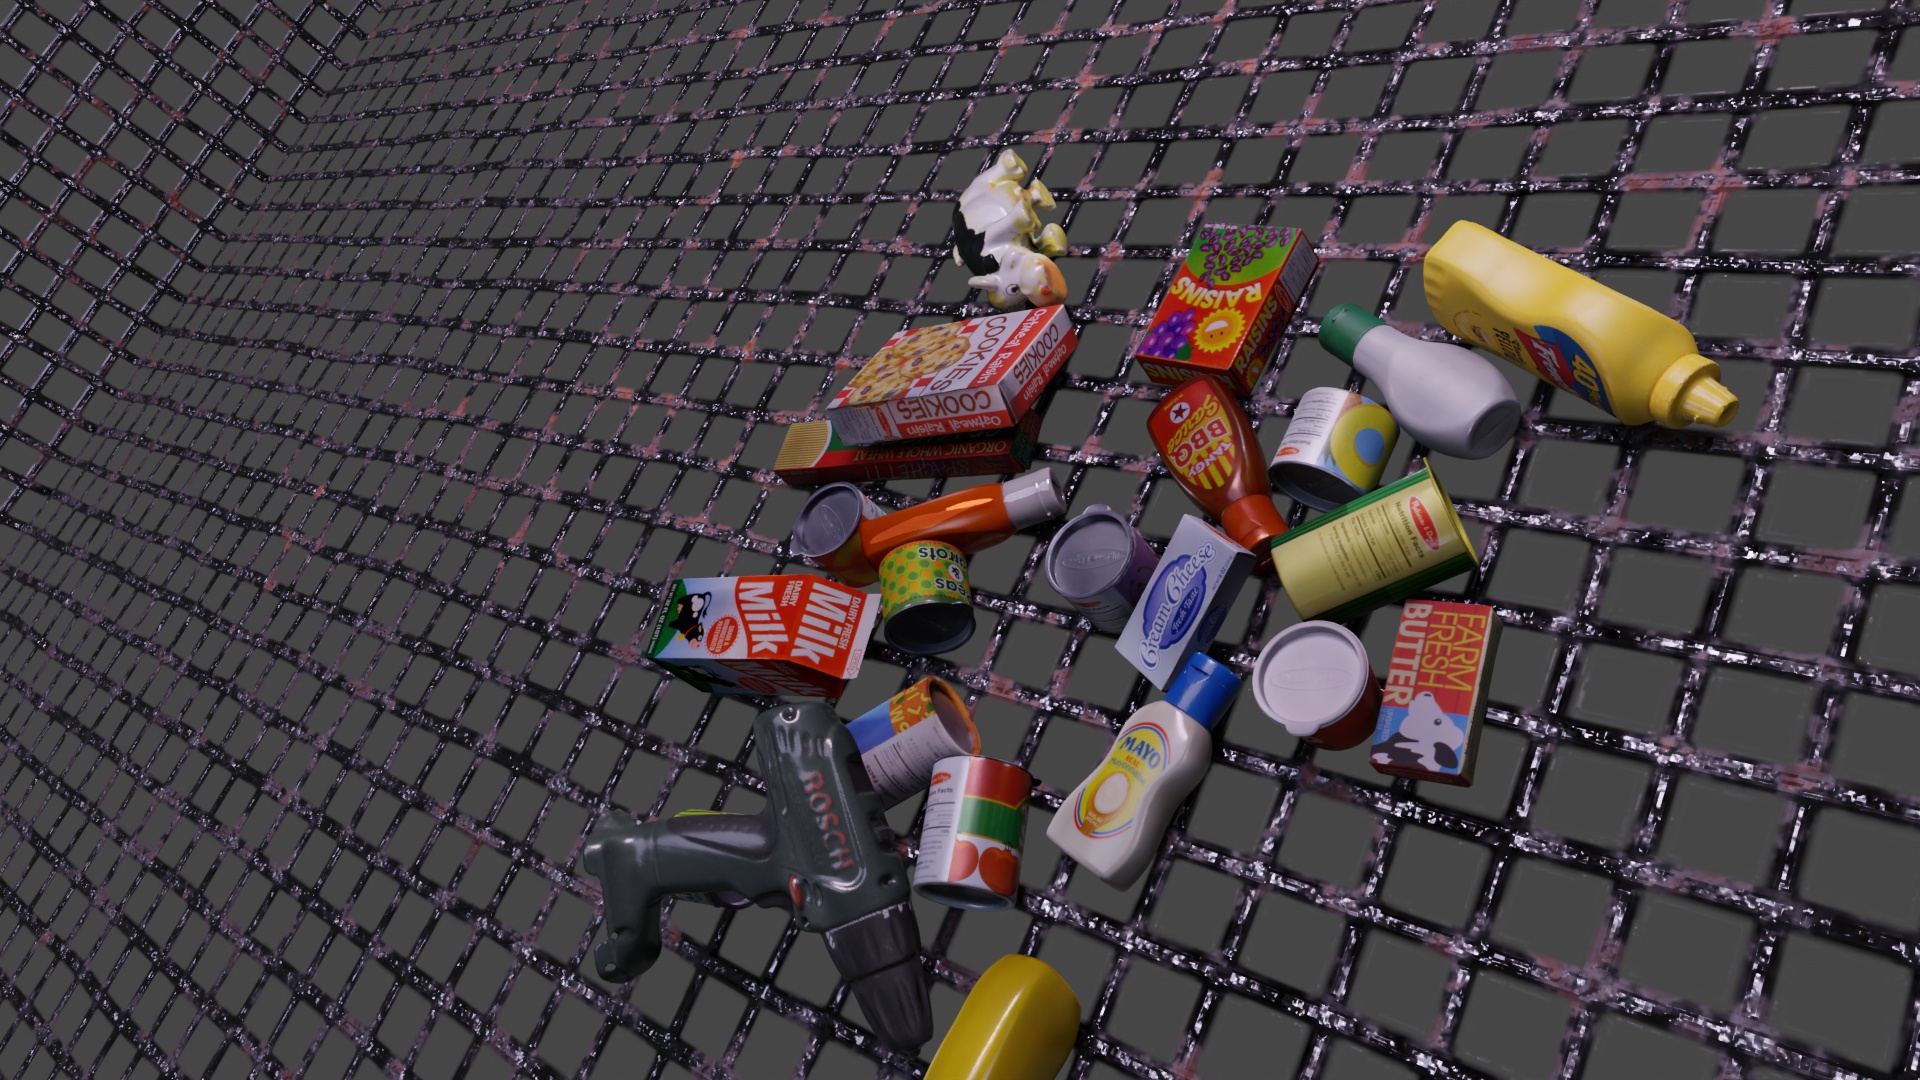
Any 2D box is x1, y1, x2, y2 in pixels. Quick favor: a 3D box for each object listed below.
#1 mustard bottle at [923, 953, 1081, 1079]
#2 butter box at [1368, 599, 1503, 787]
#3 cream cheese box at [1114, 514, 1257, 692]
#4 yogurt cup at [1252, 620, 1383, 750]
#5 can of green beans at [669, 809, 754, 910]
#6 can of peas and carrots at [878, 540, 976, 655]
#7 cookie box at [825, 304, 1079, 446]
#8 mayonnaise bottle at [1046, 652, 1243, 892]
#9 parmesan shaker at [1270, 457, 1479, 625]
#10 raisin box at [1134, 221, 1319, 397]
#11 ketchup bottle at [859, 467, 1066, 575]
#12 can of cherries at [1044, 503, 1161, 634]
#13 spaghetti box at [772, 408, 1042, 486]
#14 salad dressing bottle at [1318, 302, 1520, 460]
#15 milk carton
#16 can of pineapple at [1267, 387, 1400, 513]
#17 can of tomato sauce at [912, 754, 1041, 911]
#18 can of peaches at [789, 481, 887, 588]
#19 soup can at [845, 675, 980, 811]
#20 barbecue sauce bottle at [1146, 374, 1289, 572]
[{"bbox_3d":[0.007,0.309,0.773,0.048,0.065,0.161,-4,37,47],"label":"mustard bottle"},{"bbox_3d":[0.270,0.085,0.786,0.053,0.024,0.104,3,63,37],"label":"butter box"},{"bbox_3d":[0.143,0.041,0.886,0.053,0.024,0.103,42,113,46],"label":"cream cheese box"},{"bbox_3d":[0.211,0.087,0.807,0.072,0.054,0.073,-19,51,26],"label":"yogurt cup"},{"bbox_3d":[-0.176,0.227,0.992,0.058,0.071,0.071,-3,60,36],"label":"can of green beans"},{"bbox_3d":[-0.023,0.040,1.005,0.071,0.071,0.059,-26,48,21],"label":"can of peas and carrots"},{"bbox_3d":[-0.005,-0.129,1.096,0.167,0.040,0.123,-4,34,35],"label":"cookie box"},{"bbox_3d":[0.117,0.138,0.851,0.065,0.041,0.148,29,81,46],"label":"mayonnaise bottle"},{"bbox_3d":[0.245,0.004,0.829,0.103,0.071,0.071,-26,49,21],"label":"parmesan shaker"},{"bbox_3d":[0.192,-0.168,1.006,0.086,0.040,0.123,16,71,41],"label":"raisin box"},{"bbox_3d":[0.004,-0.013,1.028,0.148,0.064,0.044,-19,65,15],"label":"ketchup bottle"},{"bbox_3d":[0.100,0.019,0.933,0.071,0.058,0.072,-20,51,27],"label":"can of cherries"},{"bbox_3d":[-0.048,-0.077,1.130,0.250,0.028,0.050,-1,60,36],"label":"spaghetti box"},{"bbox_3d":[0.289,-0.106,0.889,0.064,0.044,0.148,-42,44,3],"label":"salad dressing bottle"},{"bbox_3d":[-0.144,0.074,1.068,0.190,0.073,0.072,-4,59,35],"label":"milk carton"},{"bbox_3d":[0.238,-0.055,0.878,0.071,0.071,0.058,14,70,42],"label":"can of pineapple"},{"bbox_3d":[0.011,0.187,0.883,0.071,0.071,0.083,-9,57,33],"label":"can of tomato sauce"},{"bbox_3d":[-0.090,-0.002,1.090,0.071,0.058,0.071,-19,52,26],"label":"can of peaches"},{"bbox_3d":[-0.038,0.139,0.951,0.083,0.071,0.071,-32,47,15],"label":"soup can"},{"bbox_3d":[0.177,-0.043,0.928,0.064,0.043,0.149,-40,45,21],"label":"barbecue sauce bottle"}]
